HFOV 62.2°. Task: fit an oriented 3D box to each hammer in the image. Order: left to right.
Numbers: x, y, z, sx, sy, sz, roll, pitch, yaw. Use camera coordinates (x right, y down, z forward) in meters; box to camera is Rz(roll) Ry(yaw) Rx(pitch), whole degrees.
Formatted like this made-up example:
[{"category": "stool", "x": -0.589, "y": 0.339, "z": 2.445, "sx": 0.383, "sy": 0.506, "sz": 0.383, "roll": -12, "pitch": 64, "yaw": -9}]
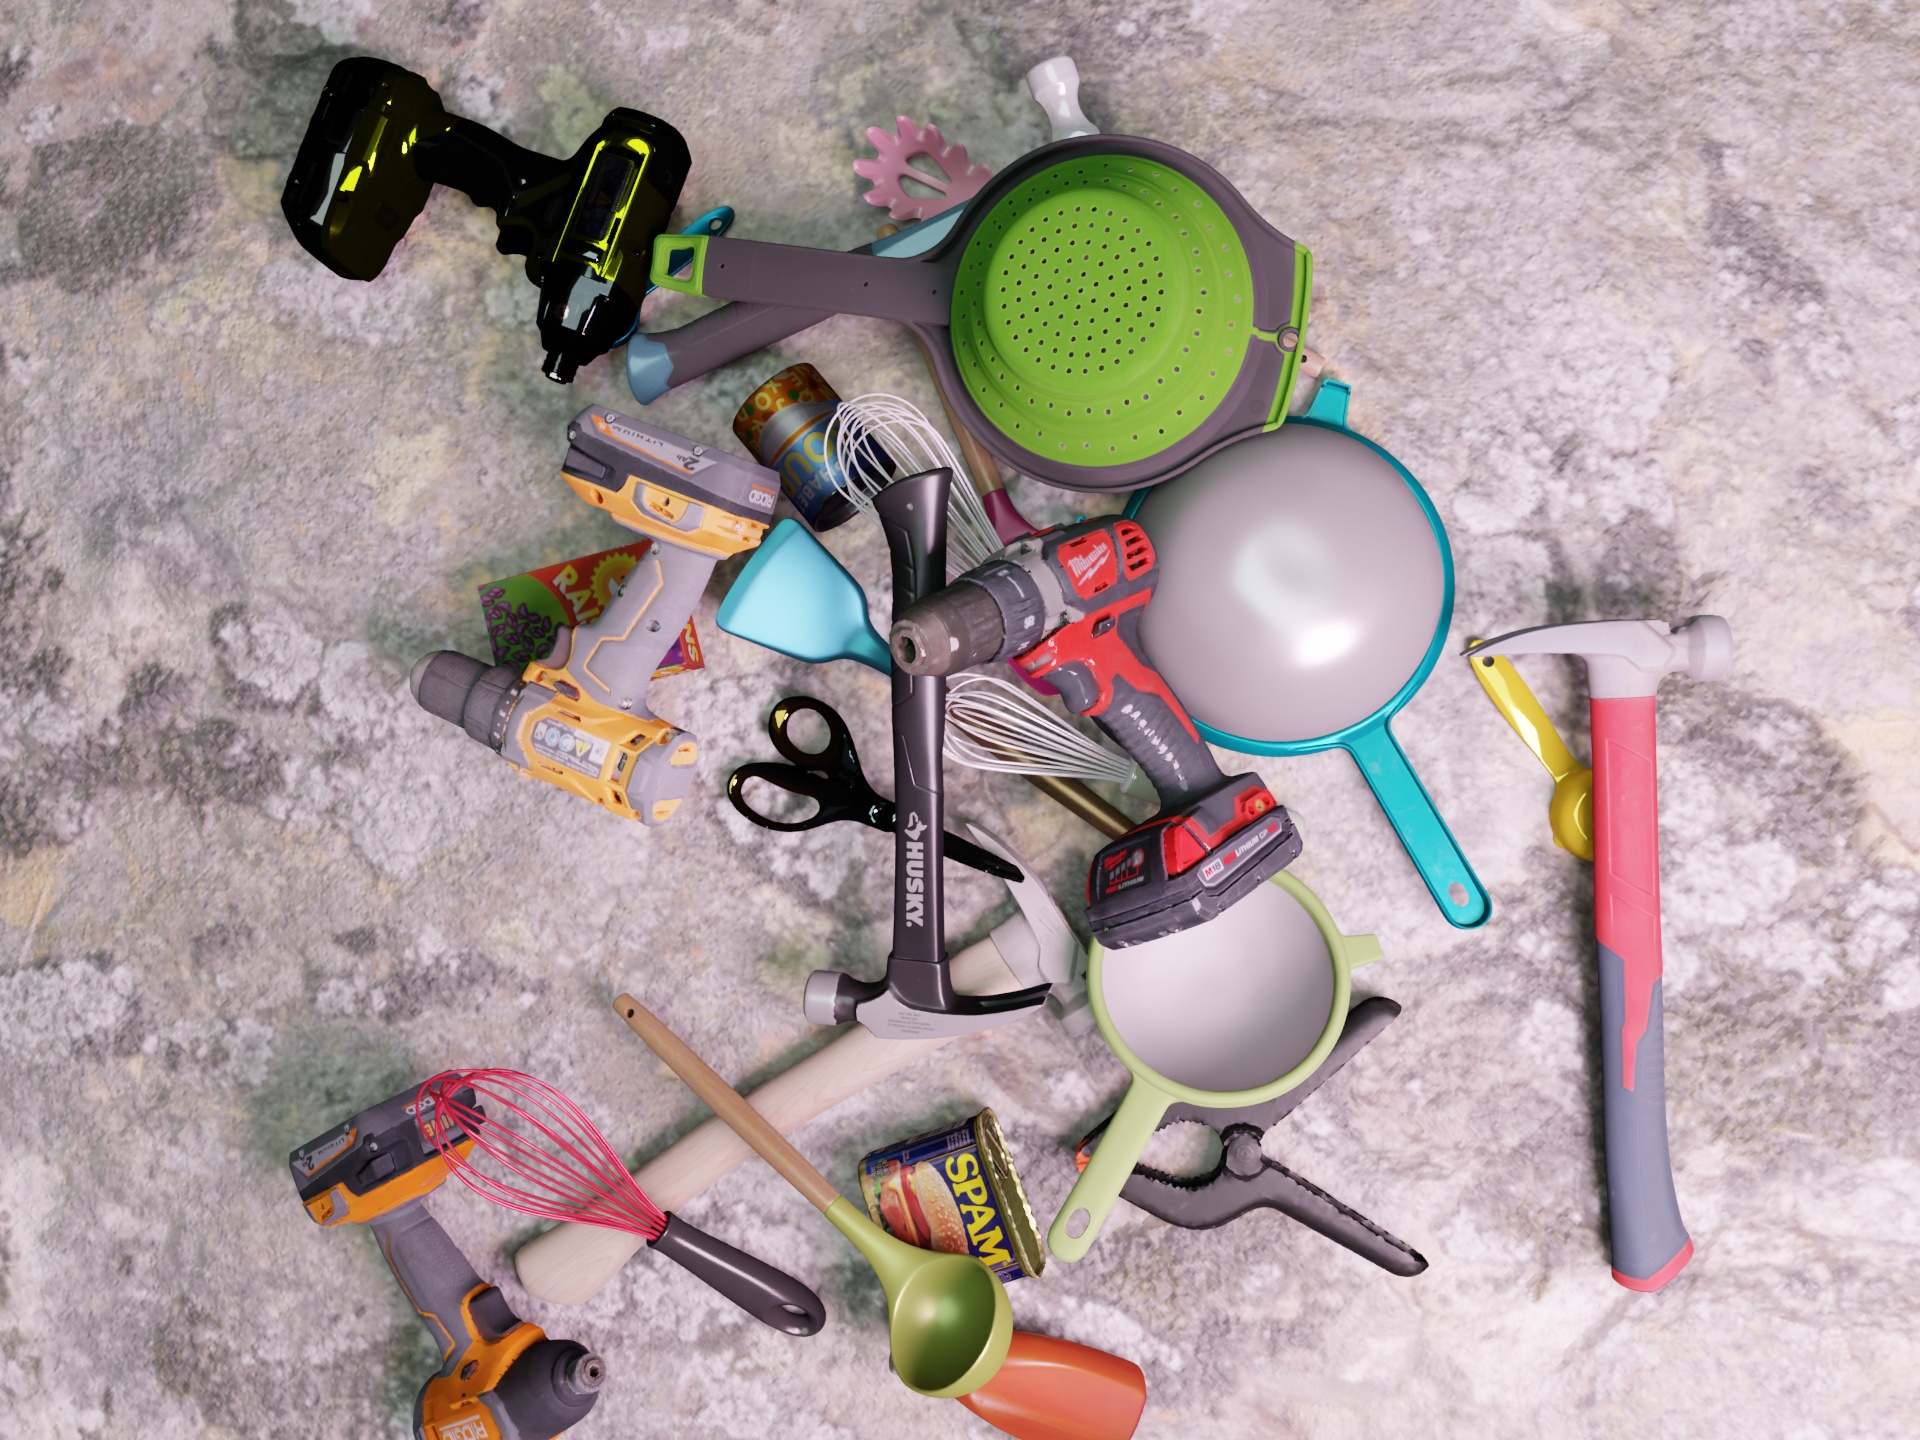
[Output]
[{"category": "hammer", "x": -0.110, "y": 0.228, "z": 0.992, "sx": 0.410, "sy": 0.038, "sz": 0.146, "roll": -34, "pitch": 83, "yaw": 5}, {"category": "hammer", "x": -0.062, "y": -0.277, "z": 0.981, "sx": 0.331, "sy": 0.033, "sz": 0.128, "roll": -20, "pitch": 95, "yaw": 14}, {"category": "hammer", "x": -0.019, "y": 0.024, "z": 0.909, "sx": 0.146, "sy": 0.035, "sz": 0.334, "roll": 4, "pitch": 103, "yaw": 13}, {"category": "hammer", "x": 0.368, "y": 0.136, "z": 0.914, "sx": 0.143, "sy": 0.038, "sz": 0.386, "roll": -3, "pitch": 94, "yaw": 7}]

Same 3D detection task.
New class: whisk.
[{"category": "whisk", "x": -0.193, "y": 0.291, "z": 0.941, "sx": 0.295, "sy": 0.073, "sz": 0.073, "roll": 39, "pitch": 93, "yaw": -21}, {"category": "whisk", "x": 0.025, "y": -0.082, "z": 0.948, "sx": 0.070, "sy": 0.070, "sz": 0.284, "roll": -42, "pitch": 105, "yaw": 4}, {"category": "whisk", "x": 0.094, "y": 0.029, "z": 0.953, "sx": 0.246, "sy": 0.057, "sz": 0.059, "roll": 19, "pitch": 67, "yaw": -7}]

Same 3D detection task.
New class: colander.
[{"category": "colander", "x": -0.005, "y": -0.246, "z": 0.903, "sx": 0.397, "sy": 0.094, "sz": 0.204, "roll": 10, "pitch": 97, "yaw": 12}]

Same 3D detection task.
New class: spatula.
[{"category": "spatula", "x": -0.002, "y": -0.003, "z": 0.983, "sx": 0.317, "sy": 0.044, "sz": 0.082, "roll": 35, "pitch": 91, "yaw": 6}]

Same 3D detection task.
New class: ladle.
[{"category": "ladle", "x": -0.097, "y": 0.267, "z": 0.934, "sx": 0.320, "sy": 0.062, "sz": 0.078, "roll": 39, "pitch": 85, "yaw": 18}]

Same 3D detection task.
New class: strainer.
[{"category": "strainer", "x": 0.123, "y": 0.200, "z": 0.927, "sx": 0.151, "sy": 0.069, "sz": 0.256, "roll": 28, "pitch": 74, "yaw": 16}, {"category": "strainer", "x": 0.219, "y": -0.031, "z": 0.922, "sx": 0.211, "sy": 0.095, "sz": 0.340, "roll": -29, "pitch": 81, "yaw": 3}]

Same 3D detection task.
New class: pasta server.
[{"category": "pasta server", "x": 0.081, "y": -0.287, "z": 0.986, "sx": 0.316, "sy": 0.040, "sz": 0.060, "roll": 27, "pitch": 107, "yaw": 6}]

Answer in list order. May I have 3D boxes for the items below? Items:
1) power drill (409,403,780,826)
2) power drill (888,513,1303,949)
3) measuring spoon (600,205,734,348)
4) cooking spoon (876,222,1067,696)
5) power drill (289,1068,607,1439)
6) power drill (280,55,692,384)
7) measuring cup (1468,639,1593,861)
[{"category": "power drill", "x": -0.223, "y": -0.070, "z": 0.955, "sx": 0.185, "sy": 0.084, "sz": 0.226, "roll": 21, "pitch": 96, "yaw": 13}, {"category": "power drill", "x": 0.071, "y": 0.006, "z": 0.857, "sx": 0.080, "sy": 0.188, "sz": 0.227, "roll": -28, "pitch": 88, "yaw": 47}, {"category": "measuring spoon", "x": -0.194, "y": -0.286, "z": 1.033, "sx": 0.128, "sy": 0.021, "sz": 0.042, "roll": -43, "pitch": 74, "yaw": -5}, {"category": "cooking spoon", "x": 0.011, "y": -0.166, "z": 1.000, "sx": 0.069, "sy": 0.017, "sz": 0.319, "roll": -22, "pitch": 86, "yaw": -3}, {"category": "power drill", "x": -0.302, "y": 0.334, "z": 0.962, "sx": 0.164, "sy": 0.084, "sz": 0.226, "roll": -31, "pitch": 84, "yaw": 36}, {"category": "power drill", "x": -0.300, "y": -0.318, "z": 1.004, "sx": 0.223, "sy": 0.080, "sz": 0.171, "roll": 19, "pitch": 85, "yaw": 9}, {"category": "measuring cup", "x": 0.353, "y": 0.016, "z": 0.945, "sx": 0.062, "sy": 0.029, "sz": 0.156, "roll": -36, "pitch": 87, "yaw": 4}]
